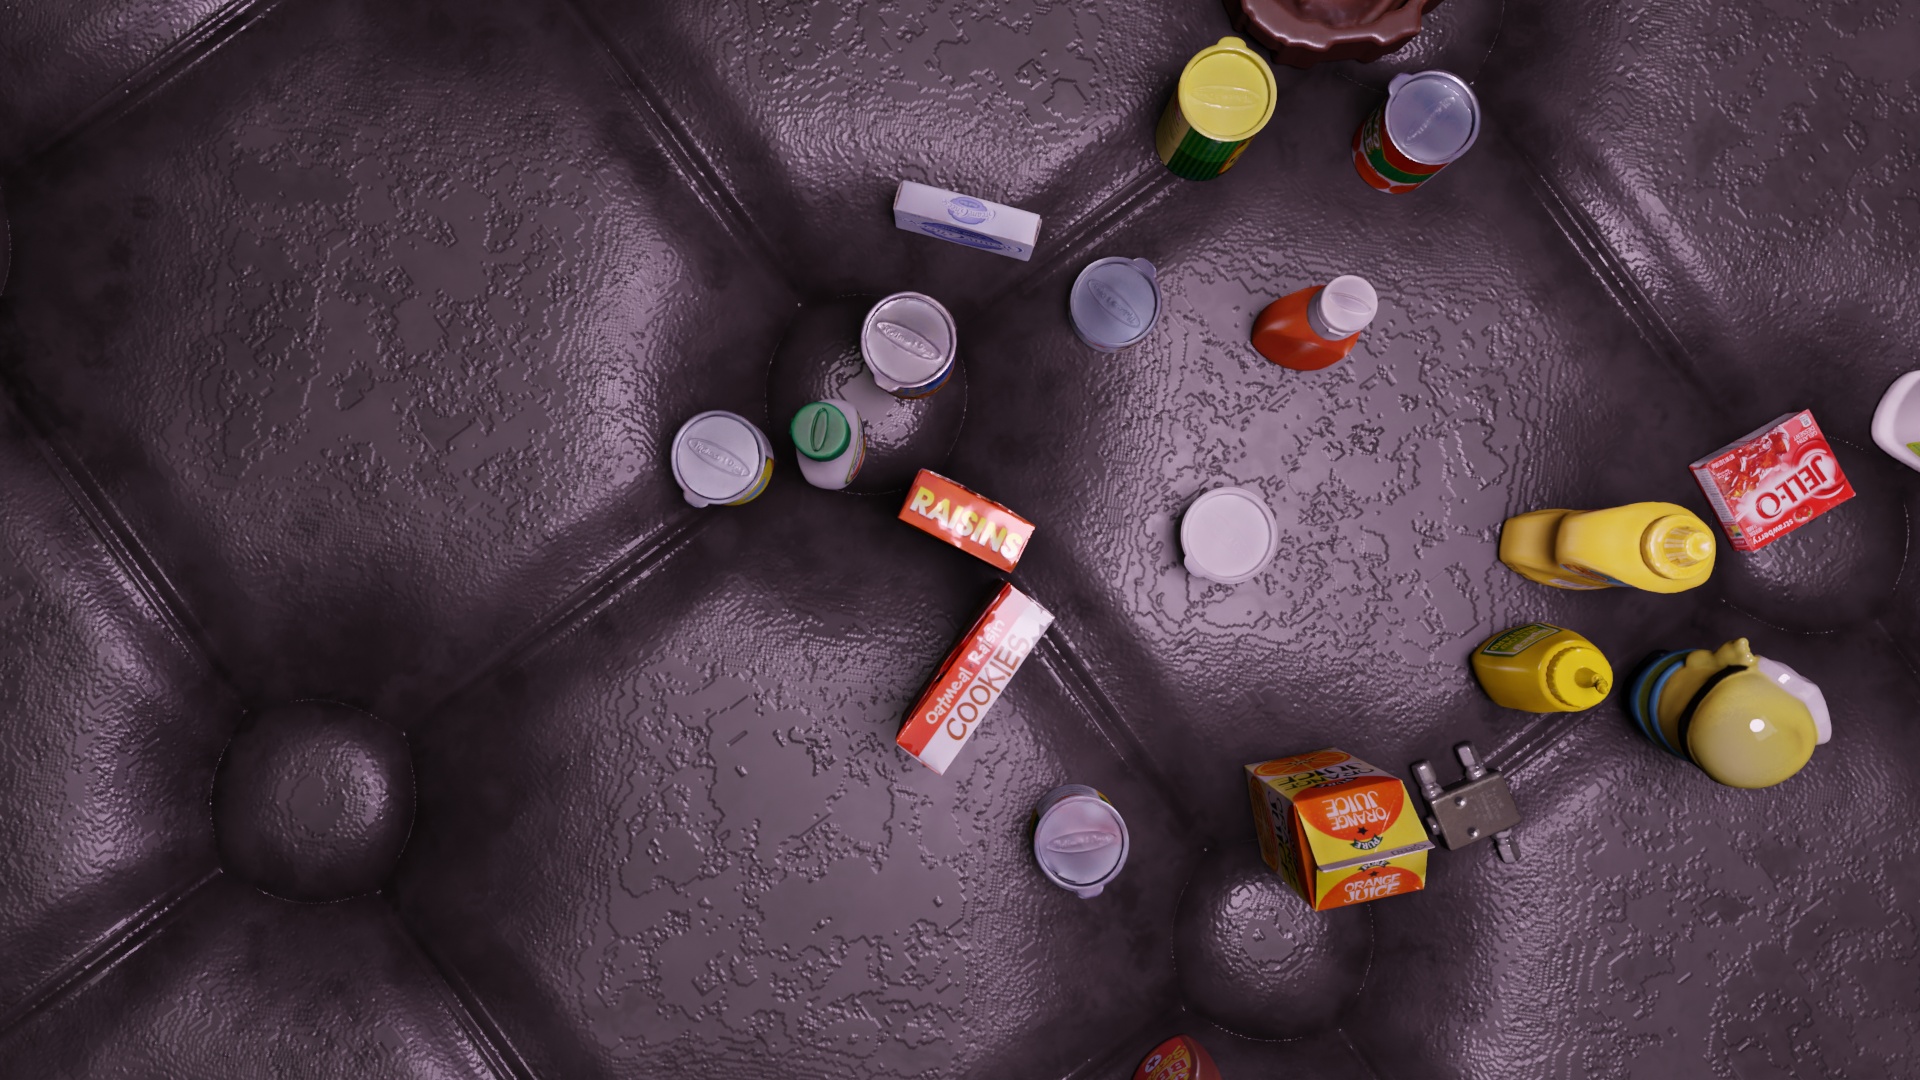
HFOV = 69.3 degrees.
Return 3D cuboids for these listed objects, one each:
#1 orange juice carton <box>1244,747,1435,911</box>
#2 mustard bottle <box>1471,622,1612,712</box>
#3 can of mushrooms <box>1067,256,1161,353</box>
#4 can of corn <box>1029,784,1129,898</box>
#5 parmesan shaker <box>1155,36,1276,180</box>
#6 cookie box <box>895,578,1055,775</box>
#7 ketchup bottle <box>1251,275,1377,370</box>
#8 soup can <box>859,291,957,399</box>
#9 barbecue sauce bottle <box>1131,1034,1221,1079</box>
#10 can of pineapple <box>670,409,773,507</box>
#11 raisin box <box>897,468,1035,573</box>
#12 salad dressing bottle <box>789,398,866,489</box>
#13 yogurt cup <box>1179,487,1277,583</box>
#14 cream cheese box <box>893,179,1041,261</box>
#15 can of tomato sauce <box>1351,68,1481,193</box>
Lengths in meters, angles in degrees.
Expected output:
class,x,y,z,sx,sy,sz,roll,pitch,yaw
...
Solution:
class,x,y,z,sx,sy,sz,roll,pitch,yaw
orange juice carton,0.249,0.192,0.926,0.072,0.192,0.073,-11,89,-1
mustard bottle,0.404,0.088,0.947,0.065,0.160,0.049,-29,90,-1
can of mushrooms,0.113,-0.173,1.012,0.071,0.033,0.071,0,89,-1
can of corn,0.084,0.213,0.990,0.071,0.058,0.071,0,89,-1
parmesan shaker,0.179,-0.302,0.981,0.071,0.103,0.071,0,89,-1
cookie box,0.007,0.086,0.938,0.040,0.167,0.123,35,89,0
ketchup bottle,0.247,-0.149,0.956,0.065,0.149,0.043,19,89,0
soup can,-0.037,-0.134,0.984,0.071,0.084,0.071,0,89,-1
barbecue sauce bottle,0.154,0.388,0.942,0.065,0.148,0.043,-44,90,-1
can of pineapple,-0.171,-0.057,0.993,0.071,0.058,0.071,0,89,-1
raisin box,0.003,-0.012,0.962,0.086,0.123,0.040,27,89,0
salad dressing bottle,-0.090,-0.069,0.950,0.044,0.147,0.064,10,89,-1
yogurt cup,0.189,-0.003,0.999,0.072,0.054,0.072,0,89,-1
cream cheese box,0.005,-0.230,1.002,0.104,0.053,0.024,14,89,0
can of tomato sauce,0.322,-0.291,0.993,0.071,0.083,0.071,0,89,-1
